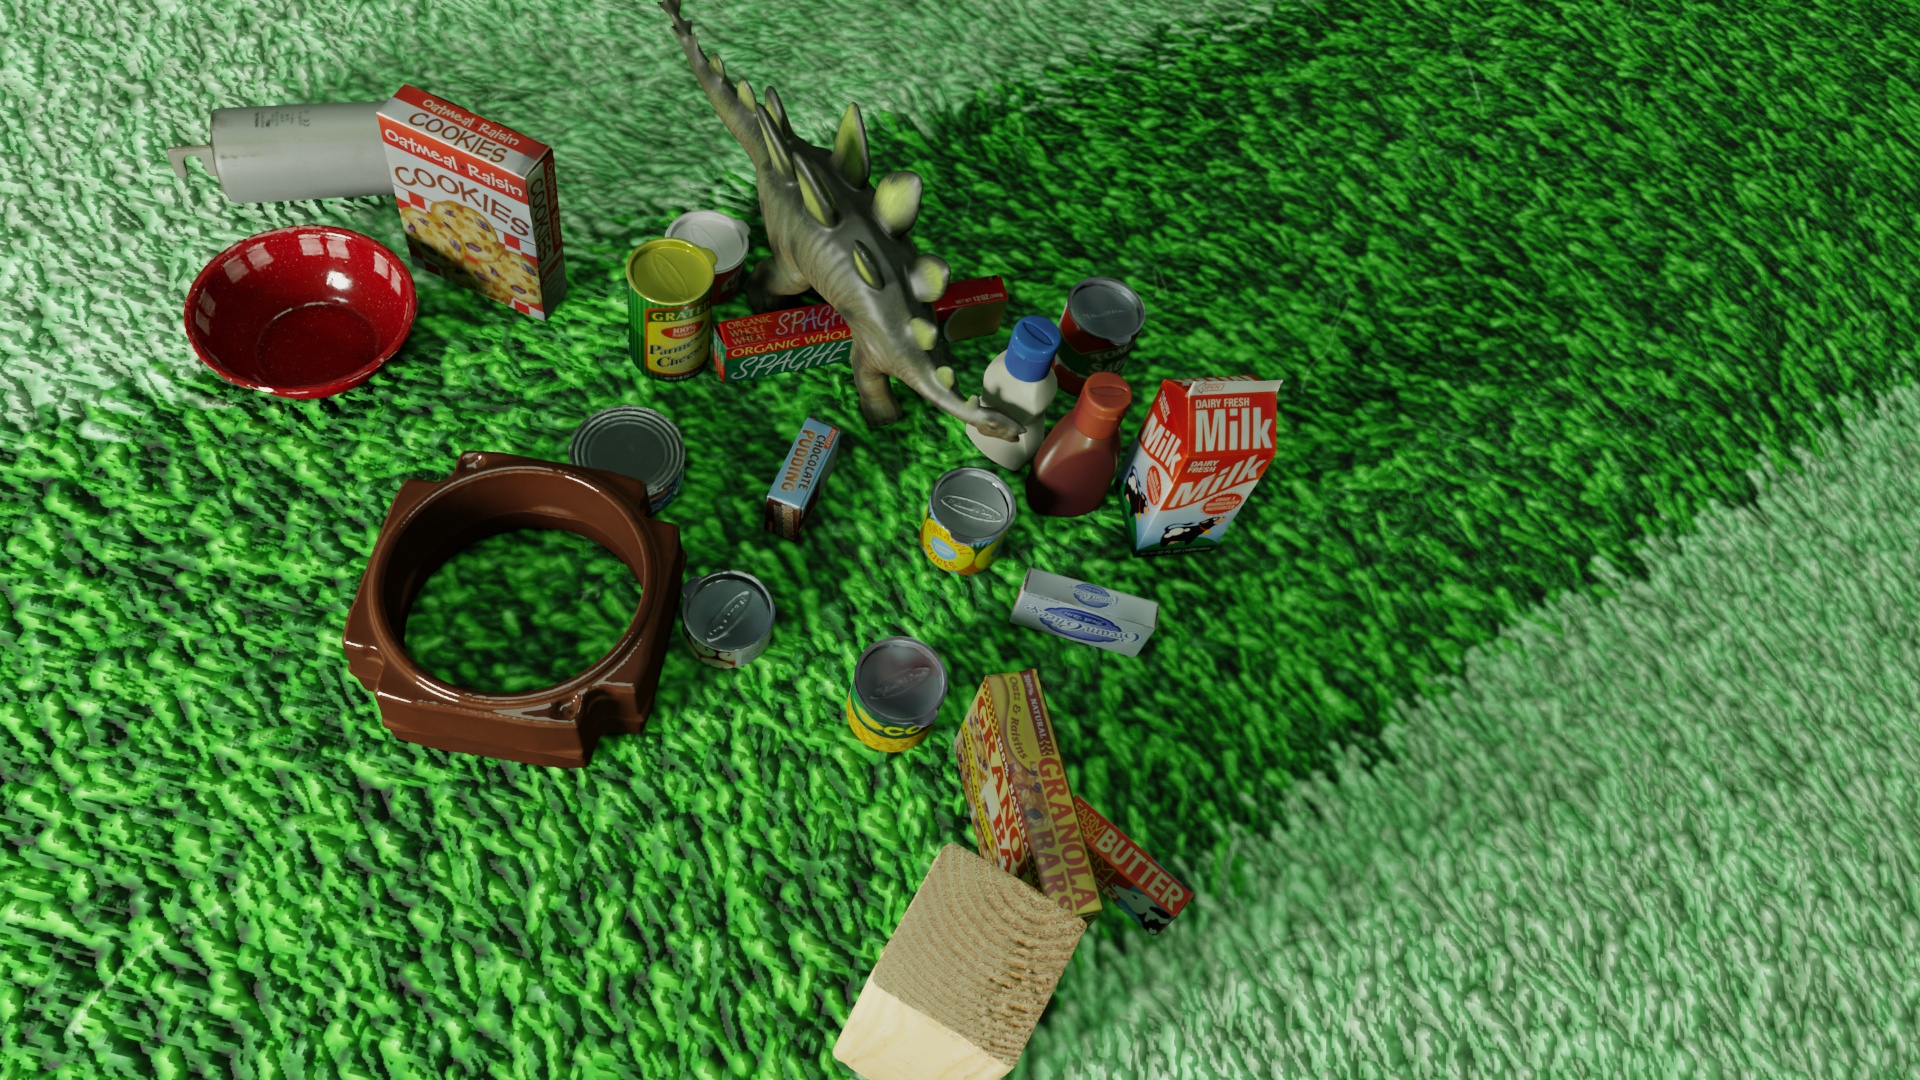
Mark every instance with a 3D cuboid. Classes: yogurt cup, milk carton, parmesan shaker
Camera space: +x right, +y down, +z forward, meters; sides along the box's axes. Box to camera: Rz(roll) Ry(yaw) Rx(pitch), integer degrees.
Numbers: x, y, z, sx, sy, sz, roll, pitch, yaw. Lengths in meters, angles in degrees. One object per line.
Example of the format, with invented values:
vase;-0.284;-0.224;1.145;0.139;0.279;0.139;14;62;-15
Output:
yogurt cup;-0.212;-0.233;1.160;0.072;0.053;0.073;5;59;-9
milk carton;0.181;-0.066;1.062;0.072;0.189;0.074;-4;61;-14
parmesan shaker;-0.226;-0.181;1.097;0.071;0.102;0.071;5;59;-9

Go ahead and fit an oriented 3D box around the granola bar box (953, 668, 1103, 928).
granola bar box;0.042;0.186;0.923;0.039;0.123;0.166;-7;62;-15

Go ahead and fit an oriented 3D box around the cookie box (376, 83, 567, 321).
cookie box;-0.373;-0.258;1.074;0.123;0.166;0.040;24;58;3

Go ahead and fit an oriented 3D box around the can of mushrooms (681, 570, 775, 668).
can of mushrooms;-0.170;0.056;1.009;0.071;0.033;0.071;5;59;-9

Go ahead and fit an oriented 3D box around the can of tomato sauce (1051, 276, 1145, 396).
can of tomato sauce;0.114;-0.169;1.172;0.071;0.082;0.071;5;59;-9

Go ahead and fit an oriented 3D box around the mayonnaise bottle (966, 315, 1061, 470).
mayonnaise bottle;0.045;-0.117;1.089;0.065;0.147;0.041;40;60;12

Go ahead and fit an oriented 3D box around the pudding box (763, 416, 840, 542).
pudding box;-0.122;-0.047;1.071;0.030;0.049;0.084;21;58;1

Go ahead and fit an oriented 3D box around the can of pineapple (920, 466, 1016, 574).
can of pineapple;0.004;-0.013;1.072;0.071;0.057;0.071;5;59;-9

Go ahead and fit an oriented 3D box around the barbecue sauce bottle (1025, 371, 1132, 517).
barbecue sauce bottle;0.095;-0.072;1.072;0.065;0.147;0.044;0;60;-12

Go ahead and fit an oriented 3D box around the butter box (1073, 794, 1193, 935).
butter box;0.107;0.224;0.955;0.103;0.053;0.024;40;60;12

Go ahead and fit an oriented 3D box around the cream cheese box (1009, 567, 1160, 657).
cream cheese box;0.093;0.055;1.052;0.104;0.053;0.024;16;58;-2

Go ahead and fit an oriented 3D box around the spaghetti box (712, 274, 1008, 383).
spaghetti box;-0.081;-0.177;1.155;0.251;0.050;0.029;-13;64;-19

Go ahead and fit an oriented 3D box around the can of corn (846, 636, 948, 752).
can of corn;-0.045;0.112;0.987;0.071;0.058;0.071;5;59;-9
